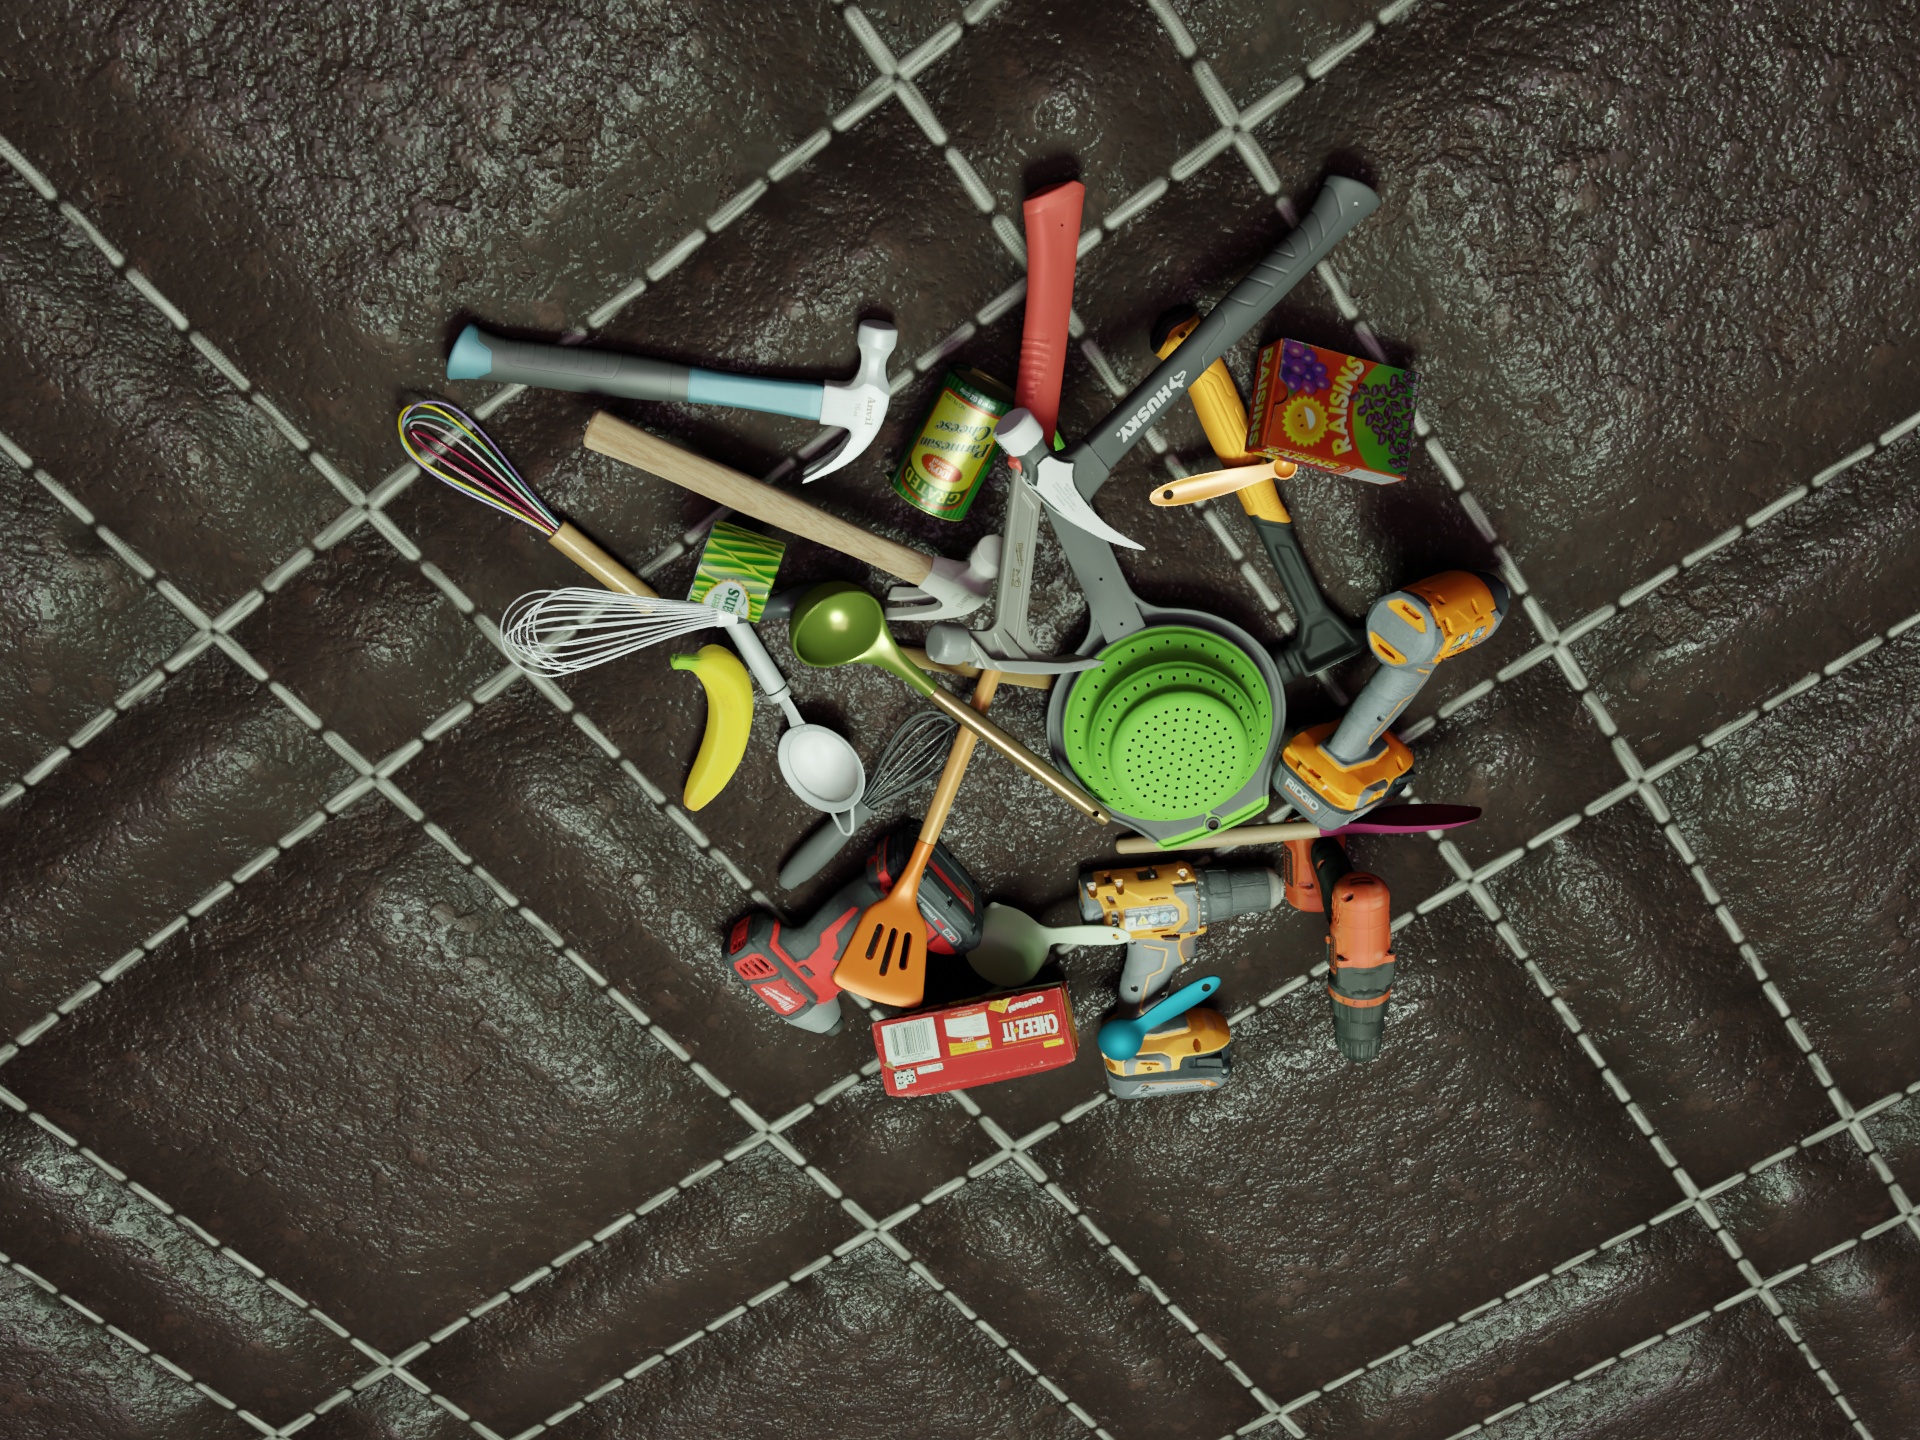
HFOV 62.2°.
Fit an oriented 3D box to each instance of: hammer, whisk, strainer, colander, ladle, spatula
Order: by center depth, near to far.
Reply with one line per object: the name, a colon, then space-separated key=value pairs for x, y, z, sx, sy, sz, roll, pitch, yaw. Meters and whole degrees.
hammer: x=0.183 y=-0.272 z=1.167 sx=0.335 sy=0.035 sz=0.146 roll=-45 pitch=122 yaw=-2
hammer: x=0.062 y=-0.214 z=1.184 sx=0.149 sy=0.037 sz=0.359 roll=2 pitch=99 yaw=-32
hammer: x=-0.219 y=-0.259 z=1.208 sx=0.331 sy=0.033 sz=0.128 roll=6 pitch=117 yaw=-7
hammer: x=-0.131 y=-0.159 z=1.232 sx=0.331 sy=0.031 sz=0.130 roll=22 pitch=151 yaw=-13
whisk: x=-0.338 y=-0.160 z=1.250 sx=0.051 sy=0.047 sz=0.244 roll=-42 pitch=116 yaw=17
whisk: x=-0.218 y=-0.081 z=1.259 sx=0.284 sy=0.070 sz=0.070 roll=-8 pitch=121 yaw=-21
hammer: x=0.247 y=-0.185 z=1.277 sx=0.127 sy=0.034 sz=0.336 roll=-27 pitch=117 yaw=12
colander: x=0.140 y=-0.055 z=1.281 sx=0.204 sy=0.095 sz=0.396 roll=-24 pitch=110 yaw=8
ladle: x=-0.002 y=-0.004 z=1.289 sx=0.320 sy=0.062 sz=0.078 roll=36 pitch=110 yaw=-13
spatula: x=-0.018 y=0.082 z=1.333 sx=0.081 sy=0.041 sz=0.322 roll=20 pitch=97 yaw=-12
strainer: x=-0.147 y=-0.018 z=1.341 sx=0.087 sy=0.050 sz=0.258 roll=-14 pitch=116 yaw=35
ladle: x=0.053 y=-0.040 z=1.350 sx=0.315 sy=0.031 sz=0.069 roll=9 pitch=114 yaw=-7
whisk: x=-0.082 y=0.073 z=1.392 sx=0.055 sy=0.055 sz=0.239 roll=37 pitch=114 yaw=-21

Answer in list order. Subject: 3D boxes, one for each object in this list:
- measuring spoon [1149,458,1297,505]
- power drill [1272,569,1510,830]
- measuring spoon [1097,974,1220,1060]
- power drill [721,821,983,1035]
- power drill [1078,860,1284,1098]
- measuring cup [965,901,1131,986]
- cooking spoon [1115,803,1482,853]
measuring spoon: x=0.206 y=-0.189 z=1.251 sx=0.117 sy=0.011 sz=0.021 roll=-13 pitch=111 yaw=9
power drill: x=0.364 y=-0.026 z=1.308 sx=0.164 sy=0.084 sz=0.226 roll=-19 pitch=144 yaw=-41
measuring spoon: x=0.182 y=0.270 z=1.439 sx=0.128 sy=0.021 sz=0.042 roll=-34 pitch=107 yaw=11
power drill: x=-0.093 y=0.200 z=1.445 sx=0.219 sy=0.079 sz=0.143 roll=-32 pitch=115 yaw=17
power drill: x=0.209 y=0.233 z=1.480 sx=0.185 sy=0.084 sz=0.226 roll=-7 pitch=114 yaw=0
measuring cup: x=0.075 y=0.205 z=1.433 sx=0.167 sy=0.038 sz=0.083 roll=-8 pitch=119 yaw=36
cooking spoon: x=0.288 y=0.096 z=1.383 sx=0.319 sy=0.069 sz=0.017 roll=-7 pitch=101 yaw=24
